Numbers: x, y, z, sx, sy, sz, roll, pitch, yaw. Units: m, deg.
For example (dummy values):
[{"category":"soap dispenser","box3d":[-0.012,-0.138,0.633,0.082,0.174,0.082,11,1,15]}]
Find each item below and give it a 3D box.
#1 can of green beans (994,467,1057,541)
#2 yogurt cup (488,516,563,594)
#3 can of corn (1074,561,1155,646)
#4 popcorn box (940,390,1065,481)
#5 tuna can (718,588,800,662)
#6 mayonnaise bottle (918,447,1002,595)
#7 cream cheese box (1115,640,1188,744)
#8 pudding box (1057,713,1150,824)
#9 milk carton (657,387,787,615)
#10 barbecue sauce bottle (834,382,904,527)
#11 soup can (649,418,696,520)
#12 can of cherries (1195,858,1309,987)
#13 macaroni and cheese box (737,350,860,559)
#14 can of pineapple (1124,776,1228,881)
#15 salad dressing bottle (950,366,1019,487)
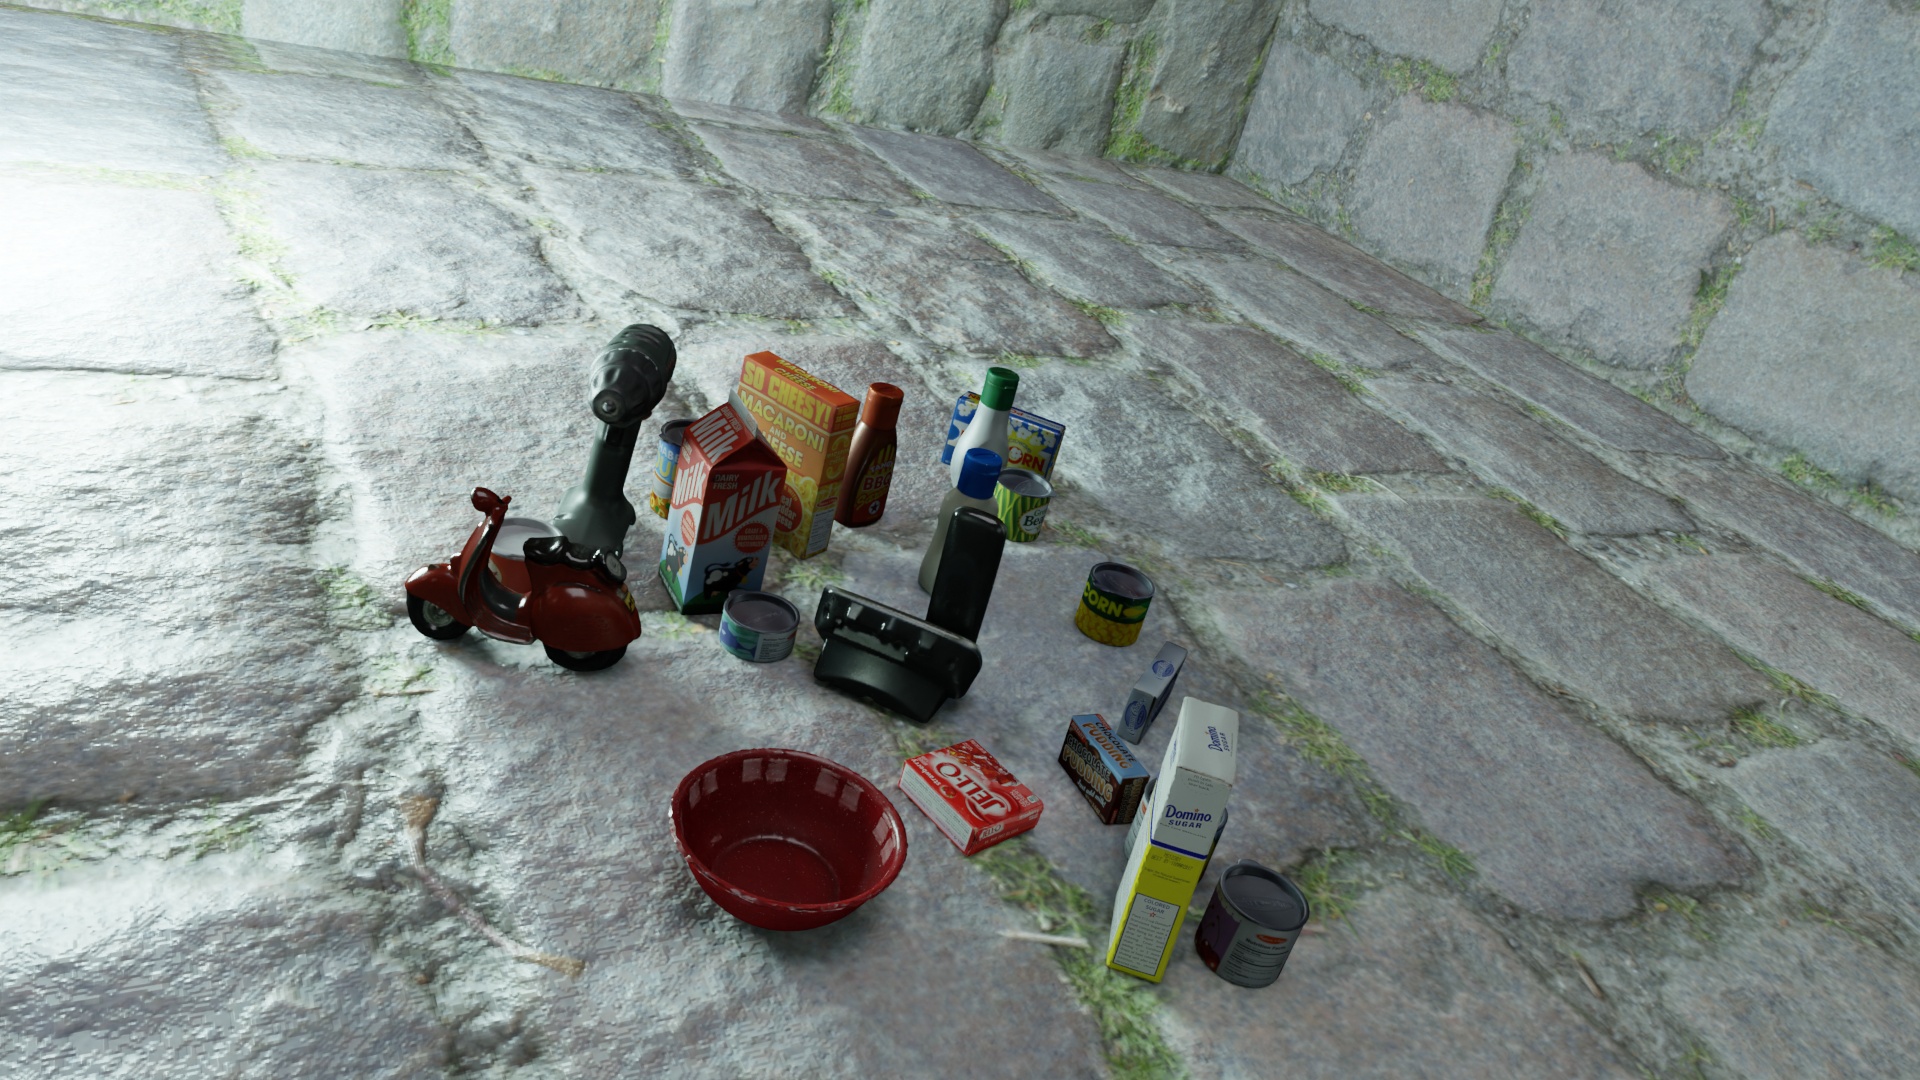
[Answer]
[{"category":"can of green beans","box3d":[0.062,-0.039,1.510,0.071,0.057,0.071,13,27,-7]},{"category":"yogurt cup","box3d":[-0.371,0.018,1.170,0.072,0.053,0.073,13,27,-7]},{"category":"can of corn","box3d":[0.150,0.063,1.364,0.071,0.058,0.071,13,27,-7]},{"category":"popcorn box","box3d":[0.050,-0.112,1.611,0.127,0.084,0.038,21,27,9]},{"category":"tuna can","box3d":[-0.175,0.073,1.196,0.071,0.032,0.071,13,27,-6]},{"category":"mayonnaise bottle","box3d":[0.005,-0.017,1.338,0.065,0.147,0.041,-7,34,-38]},{"category":"cream cheese box","box3d":[0.172,0.135,1.245,0.024,0.053,0.104,24,28,16]},{"category":"pudding box","box3d":[0.116,0.184,1.125,0.030,0.049,0.084,0,31,-29]},{"category":"milk carton","box3d":[-0.205,-0.033,1.208,0.073,0.189,0.072,-2,32,-31]},{"category":"barbecue sauce bottle","box3d":[-0.092,-0.088,1.420,0.044,0.147,0.065,32,31,29]},{"category":"soup can","box3d":[-0.267,-0.067,1.355,0.071,0.083,0.072,13,27,-7]},{"category":"can of cherries","box3d":[0.208,0.274,0.996,0.071,0.058,0.072,13,27,-7]},{"category":"macaroni and cheese box","box3d":[-0.169,-0.084,1.350,0.124,0.165,0.040,30,30,26]},{"category":"can of pineapple","box3d":[0.167,0.224,1.069,0.071,0.057,0.071,13,27,-7]},{"category":"salad dressing bottle","box3d":[0.030,-0.120,1.548,0.064,0.147,0.044,0,31,-30]}]
